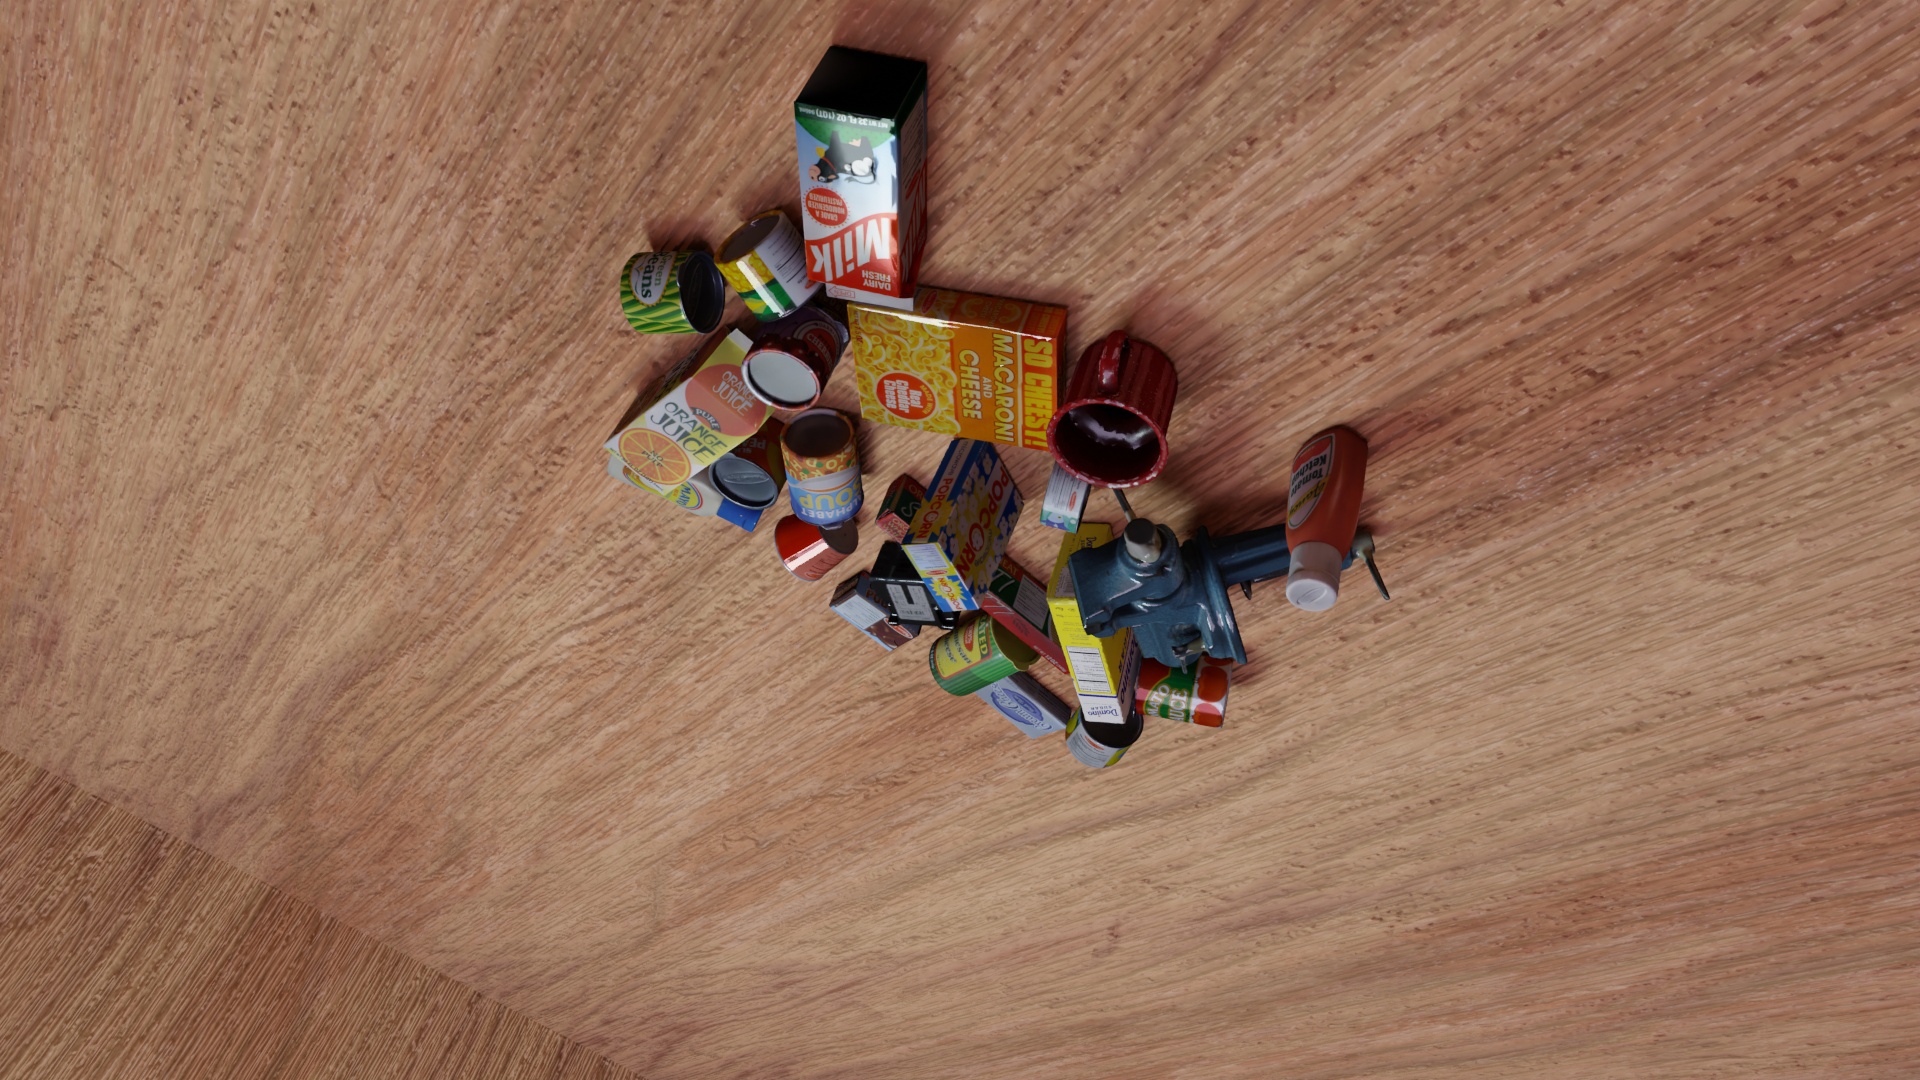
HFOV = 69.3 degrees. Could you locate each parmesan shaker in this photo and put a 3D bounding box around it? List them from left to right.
[{"bbox_3d":[0.024,0.109,1.350,0.071,0.072,0.102,38,138,-20],"label":"parmesan shaker"}]

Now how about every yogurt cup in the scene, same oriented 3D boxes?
[{"bbox_3d":[-0.133,-0.002,1.299,0.053,0.073,0.072,-28,121,33],"label":"yogurt cup"}]

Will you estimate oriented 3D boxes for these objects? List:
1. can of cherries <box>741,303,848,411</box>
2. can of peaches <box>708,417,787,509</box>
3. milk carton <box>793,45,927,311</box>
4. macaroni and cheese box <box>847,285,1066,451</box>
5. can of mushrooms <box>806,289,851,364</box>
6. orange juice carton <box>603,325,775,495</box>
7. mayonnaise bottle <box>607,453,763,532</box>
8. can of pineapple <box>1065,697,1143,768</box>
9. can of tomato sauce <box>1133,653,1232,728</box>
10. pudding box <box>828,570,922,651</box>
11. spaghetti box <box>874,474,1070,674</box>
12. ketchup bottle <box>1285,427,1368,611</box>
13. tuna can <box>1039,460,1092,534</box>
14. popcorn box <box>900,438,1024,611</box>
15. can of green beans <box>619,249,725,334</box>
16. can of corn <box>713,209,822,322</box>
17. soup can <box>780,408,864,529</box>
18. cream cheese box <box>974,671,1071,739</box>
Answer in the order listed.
[{"bbox_3d":[-0.128,-0.143,1.081,0.071,0.059,0.071,11,139,10],"label":"can of cherries"},{"bbox_3d":[-0.185,-0.072,1.243,0.071,0.058,0.071,13,140,11],"label":"can of peaches"},{"bbox_3d":[-0.067,-0.242,0.985,0.072,0.074,0.189,12,141,10],"label":"milk carton"},{"bbox_3d":[0.000,-0.139,1.101,0.166,0.040,0.123,11,140,13],"label":"macaroni and cheese box"},{"bbox_3d":[-0.120,-0.170,1.121,0.071,0.034,0.070,12,140,11],"label":"can of mushrooms"},{"bbox_3d":[-0.219,-0.118,1.193,0.071,0.073,0.192,41,136,-22],"label":"orange juice carton"},{"bbox_3d":[-0.255,-0.056,1.305,0.148,0.041,0.064,26,140,-6],"label":"mayonnaise bottle"},{"bbox_3d":[0.144,0.187,1.392,0.071,0.071,0.057,22,147,-1],"label":"can of pineapple"},{"bbox_3d":[0.209,0.139,1.306,0.083,0.071,0.070,9,139,13],"label":"can of tomato sauce"},{"bbox_3d":[-0.083,0.071,1.386,0.083,0.030,0.049,37,137,-20],"label":"pudding box"},{"bbox_3d":[0.025,0.033,1.280,0.250,0.050,0.028,39,136,-21],"label":"spaghetti box"},{"bbox_3d":[0.271,-0.015,1.040,0.043,0.149,0.064,31,140,-14],"label":"ketchup bottle"},{"bbox_3d":[0.090,-0.041,1.156,0.033,0.071,0.070,16,141,7],"label":"tuna can"},{"bbox_3d":[0.004,-0.015,1.173,0.038,0.127,0.085,-3,135,32],"label":"popcorn box"},{"bbox_3d":[-0.230,-0.198,1.111,0.058,0.071,0.071,3,138,21],"label":"can of green beans"},{"bbox_3d":[-0.147,-0.210,1.062,0.071,0.071,0.058,-12,130,33],"label":"can of corn"},{"bbox_3d":[-0.120,-0.062,1.216,0.071,0.072,0.083,11,140,12],"label":"soup can"},{"bbox_3d":[0.061,0.163,1.435,0.103,0.024,0.053,41,137,-23],"label":"cream cheese box"}]
